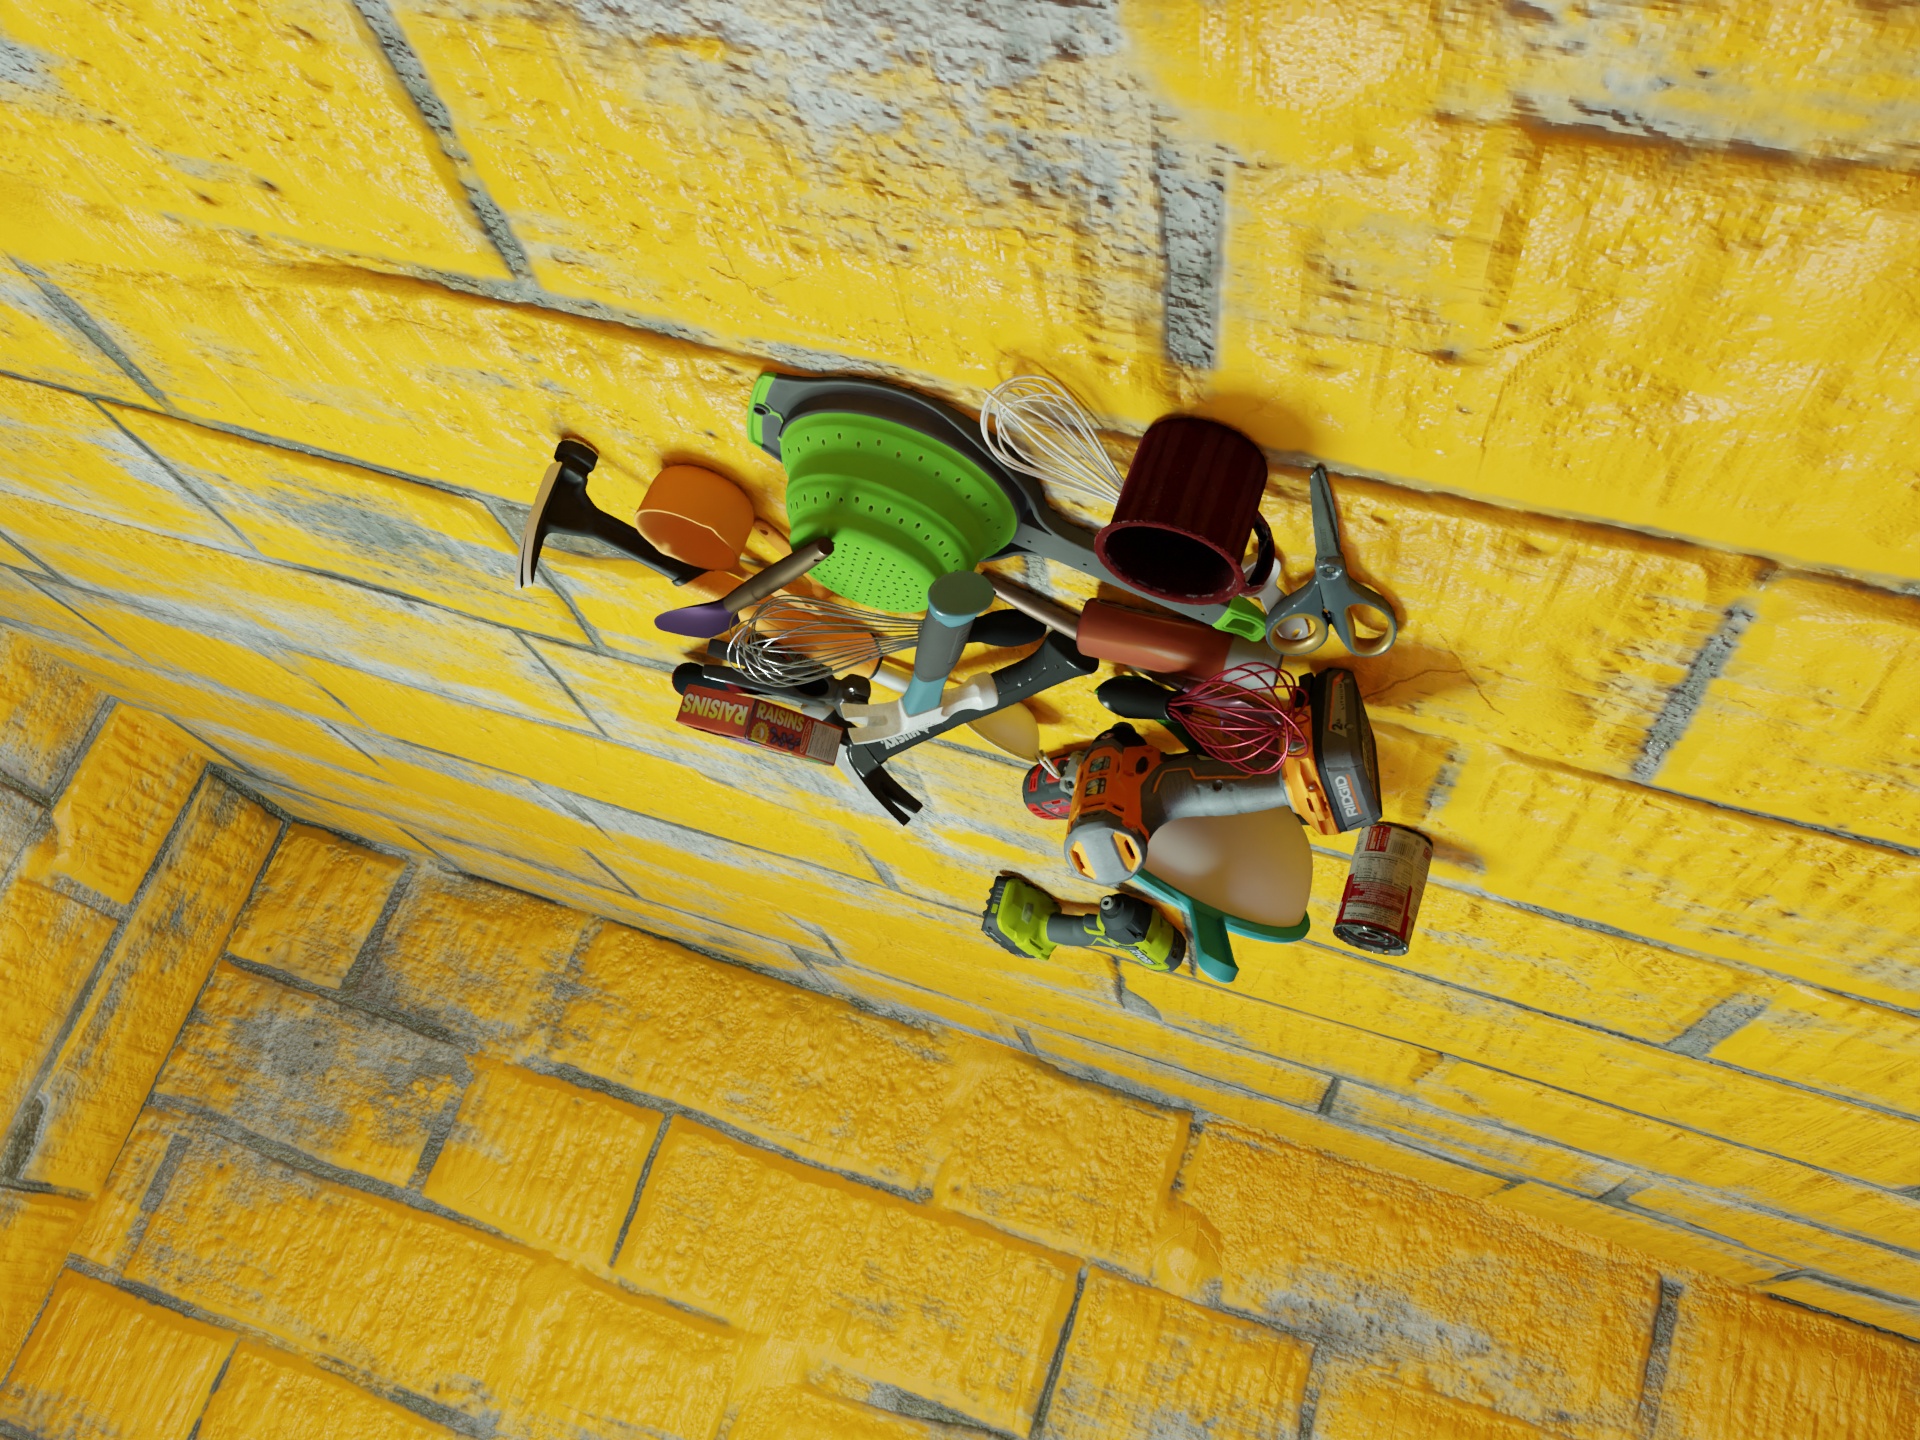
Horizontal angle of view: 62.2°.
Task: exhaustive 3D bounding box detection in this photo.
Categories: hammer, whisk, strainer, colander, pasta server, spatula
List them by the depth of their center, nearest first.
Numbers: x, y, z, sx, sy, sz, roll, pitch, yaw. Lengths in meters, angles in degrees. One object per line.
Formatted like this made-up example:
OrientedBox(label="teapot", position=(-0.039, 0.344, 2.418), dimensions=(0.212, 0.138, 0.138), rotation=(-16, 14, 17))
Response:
OrientedBox(label="whisk", position=(0.102, -0.144, 1.017), dimensions=(0.246, 0.058, 0.059), rotation=(31, -168, -36))
OrientedBox(label="colander", position=(0.023, -0.108, 1.103), dimensions=(0.397, 0.094, 0.204), rotation=(22, 160, -5))
OrientedBox(label="whisk", position=(0.163, -0.009, 1.128), dimensions=(0.073, 0.073, 0.296), rotation=(27, 175, -18))
OrientedBox(label="hammer", position=(-0.017, -0.042, 1.131), dimensions=(0.128, 0.033, 0.331), rotation=(-18, 169, -10))
OrientedBox(label="spatula", position=(-0.161, -0.092, 1.166), dimensions=(0.059, 0.018, 0.316), rotation=(10, 168, -26))
OrientedBox(label="whisk", position=(-0.046, -0.065, 1.185), dimensions=(0.284, 0.070, 0.070), rotation=(-6, 178, -36))
OrientedBox(label="strainer", position=(0.205, 0.102, 1.246), dimensions=(0.211, 0.095, 0.340), rotation=(25, -166, -2))
OrientedBox(label="pasta server", position=(0.151, -0.036, 1.254), dimensions=(0.316, 0.040, 0.060), rotation=(26, 139, -13))
OrientedBox(label="hammer", position=(-0.206, -0.104, 1.333), dimensions=(0.336, 0.127, 0.034), rotation=(26, 161, -32))
OrientedBox(label="hammer", position=(-0.002, -0.004, 1.384), dimensions=(0.335, 0.035, 0.146), rotation=(-24, 106, 47))
OrientedBox(label="strainer", position=(-0.018, -0.021, 1.455), dimensions=(0.258, 0.050, 0.087), rotation=(24, -166, 7))
OrientedBox(label="hammer", position=(-0.218, -0.040, 1.470), dimensions=(0.143, 0.038, 0.386), rotation=(15, 176, -25))

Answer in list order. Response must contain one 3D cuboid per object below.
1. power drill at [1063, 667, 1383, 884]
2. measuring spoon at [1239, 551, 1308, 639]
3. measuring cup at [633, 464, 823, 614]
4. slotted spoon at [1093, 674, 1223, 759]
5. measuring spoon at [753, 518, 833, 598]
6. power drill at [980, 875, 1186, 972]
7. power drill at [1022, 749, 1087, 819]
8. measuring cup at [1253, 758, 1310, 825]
OrientedBox(label="power drill", position=(0.192, 0.034, 1.194), dimensions=(0.226, 0.164, 0.084), rotation=(-15, 120, 20))
OrientedBox(label="measuring spoon", position=(0.215, -0.083, 1.096), dimensions=(0.124, 0.034, 0.018), rotation=(40, -165, -54))
OrientedBox(label="measuring cup", position=(-0.174, -0.144, 1.269), dimensions=(0.173, 0.052, 0.095), rotation=(29, 159, -28))
OrientedBox(label="slotted spoon", position=(0.217, 0.033, 1.387), dimensions=(0.070, 0.031, 0.313), rotation=(9, 160, 44))
OrientedBox(label="measuring spoon", position=(-0.140, -0.132, 1.323), dimensions=(0.021, 0.011, 0.116), rotation=(7, 156, 33))
OrientedBox(label="power drill", position=(0.145, 0.248, 1.957), dimensions=(0.223, 0.080, 0.171), rotation=(1, 153, 35))
OrientedBox(label="power drill", position=(0.189, 0.096, 1.514), dimensions=(0.226, 0.080, 0.188), rotation=(32, 157, -21))
OrientedBox(label="measuring cup", position=(0.292, 0.051, 1.338), dimensions=(0.083, 0.038, 0.167), rotation=(20, 162, 1))
